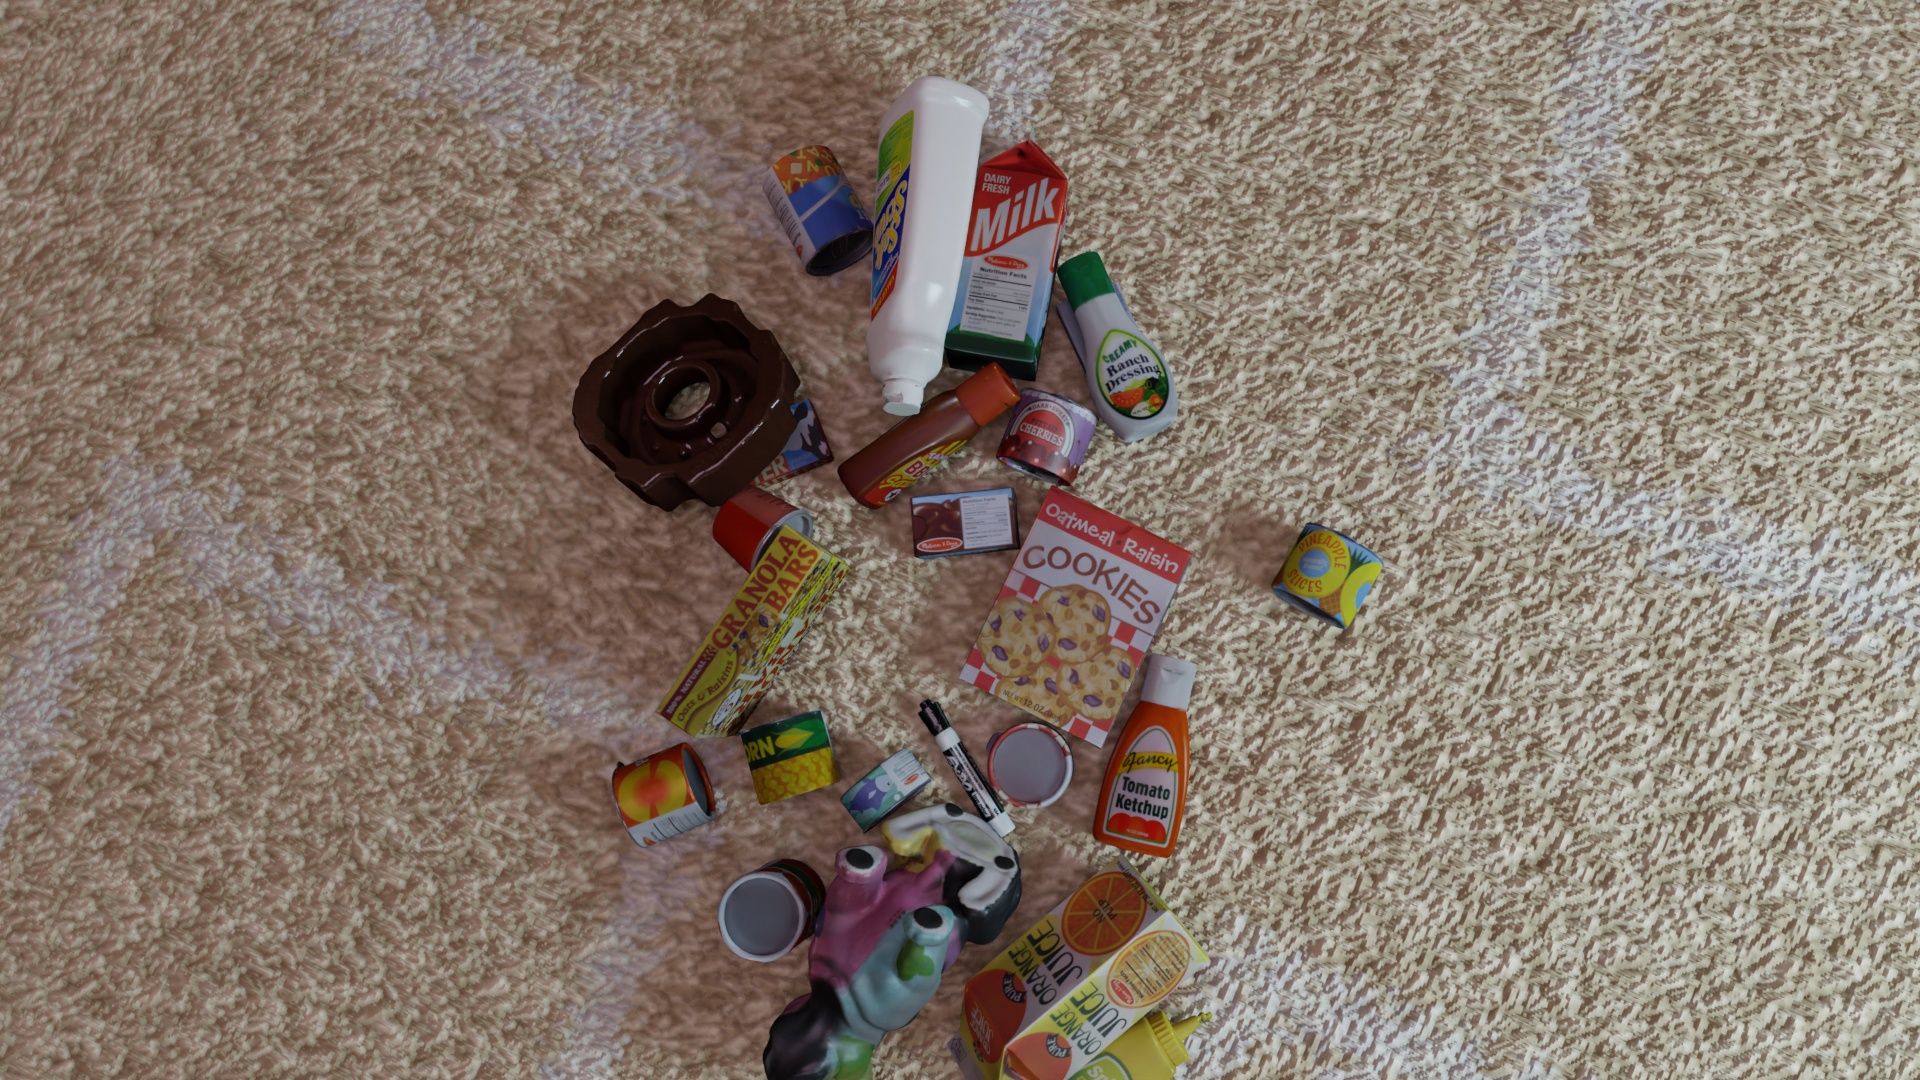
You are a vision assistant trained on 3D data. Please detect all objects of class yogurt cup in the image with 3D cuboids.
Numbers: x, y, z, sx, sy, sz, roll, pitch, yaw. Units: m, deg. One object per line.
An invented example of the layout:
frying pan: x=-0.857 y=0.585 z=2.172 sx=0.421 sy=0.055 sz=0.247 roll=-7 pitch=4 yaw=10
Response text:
yogurt cup: x=-0.158 y=-0.007 z=1.098 sx=0.054 sy=0.072 sz=0.072 roll=34 pitch=87 yaw=20

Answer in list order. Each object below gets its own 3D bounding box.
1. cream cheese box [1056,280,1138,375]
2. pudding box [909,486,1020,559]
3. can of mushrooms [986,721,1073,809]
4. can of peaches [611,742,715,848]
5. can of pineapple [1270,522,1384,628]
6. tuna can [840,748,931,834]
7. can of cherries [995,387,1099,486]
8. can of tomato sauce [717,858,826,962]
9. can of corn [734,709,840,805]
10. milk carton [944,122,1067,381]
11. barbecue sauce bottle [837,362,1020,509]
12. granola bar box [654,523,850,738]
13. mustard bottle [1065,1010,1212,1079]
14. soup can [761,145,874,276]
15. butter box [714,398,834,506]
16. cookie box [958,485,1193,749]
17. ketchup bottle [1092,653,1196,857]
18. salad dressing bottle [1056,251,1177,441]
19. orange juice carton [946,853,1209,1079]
cream cheese box: x=0.121 y=-0.152 z=1.114 sx=0.053 sy=0.024 sz=0.104 roll=-24 pitch=81 yaw=2
pudding box: x=0.004 y=-0.014 z=1.103 sx=0.084 sy=0.030 sz=0.049 roll=-6 pitch=83 yaw=4
can of mushrooms: x=0.052 y=0.172 z=1.072 sx=0.071 sy=0.033 sz=0.071 roll=-1 pitch=83 yaw=5
can of peaches: x=-0.230 y=0.195 z=1.077 sx=0.058 sy=0.071 sz=0.071 roll=-22 pitch=81 yaw=2
can of pineapple: x=0.277 y=0.026 z=1.054 sx=0.071 sy=0.071 sz=0.058 roll=30 pitch=86 yaw=8
tuna can: x=-0.059 y=0.192 z=1.064 sx=0.071 sy=0.071 sz=0.033 roll=-39 pitch=81 yaw=-1
can of cherries: x=0.067 y=-0.081 z=1.085 sx=0.071 sy=0.071 sz=0.058 roll=22 pitch=86 yaw=7
can of tomato sauce: x=-0.140 y=0.279 z=1.049 sx=0.071 sy=0.083 sz=0.071 roll=-1 pitch=83 yaw=5
can of corn: x=-0.133 y=0.168 z=1.071 sx=0.071 sy=0.071 sz=0.058 roll=-17 pitch=82 yaw=3
milk carton: x=0.042 y=-0.230 z=1.107 sx=0.073 sy=0.072 sz=0.190 roll=10 pitch=84 yaw=5
barbecue sauce bottle: x=-0.023 y=-0.082 z=1.083 sx=0.148 sy=0.065 sz=0.044 roll=-35 pitch=77 yaw=12
granola bar box: x=-0.152 y=0.072 z=1.057 sx=0.039 sy=0.124 sz=0.165 roll=34 pitch=87 yaw=8
mustard bottle: x=0.117 y=0.390 z=1.030 sx=0.160 sy=0.049 sz=0.065 roll=-32 pitch=84 yaw=0
soup can: x=-0.112 y=-0.269 z=1.129 sx=0.071 sy=0.071 sz=0.084 roll=-28 pitch=81 yaw=1
butter box: x=-0.160 y=-0.071 z=1.127 sx=0.103 sy=0.024 sz=0.053 roll=-23 pitch=81 yaw=1
cookie box: x=0.090 y=0.059 z=1.080 sx=0.123 sy=0.040 sz=0.167 roll=26 pitch=85 yaw=8
ketchup bottle: x=0.147 y=0.162 z=1.061 sx=0.065 sy=0.043 sz=0.149 roll=13 pitch=83 yaw=7
salad dressing bottle: x=0.119 y=-0.151 z=1.078 sx=0.064 sy=0.044 sz=0.148 roll=-22 pitch=81 yaw=-2
orange juice carton: x=0.077 y=0.327 z=1.012 sx=0.193 sy=0.072 sz=0.073 roll=-39 pitch=122 yaw=-4
